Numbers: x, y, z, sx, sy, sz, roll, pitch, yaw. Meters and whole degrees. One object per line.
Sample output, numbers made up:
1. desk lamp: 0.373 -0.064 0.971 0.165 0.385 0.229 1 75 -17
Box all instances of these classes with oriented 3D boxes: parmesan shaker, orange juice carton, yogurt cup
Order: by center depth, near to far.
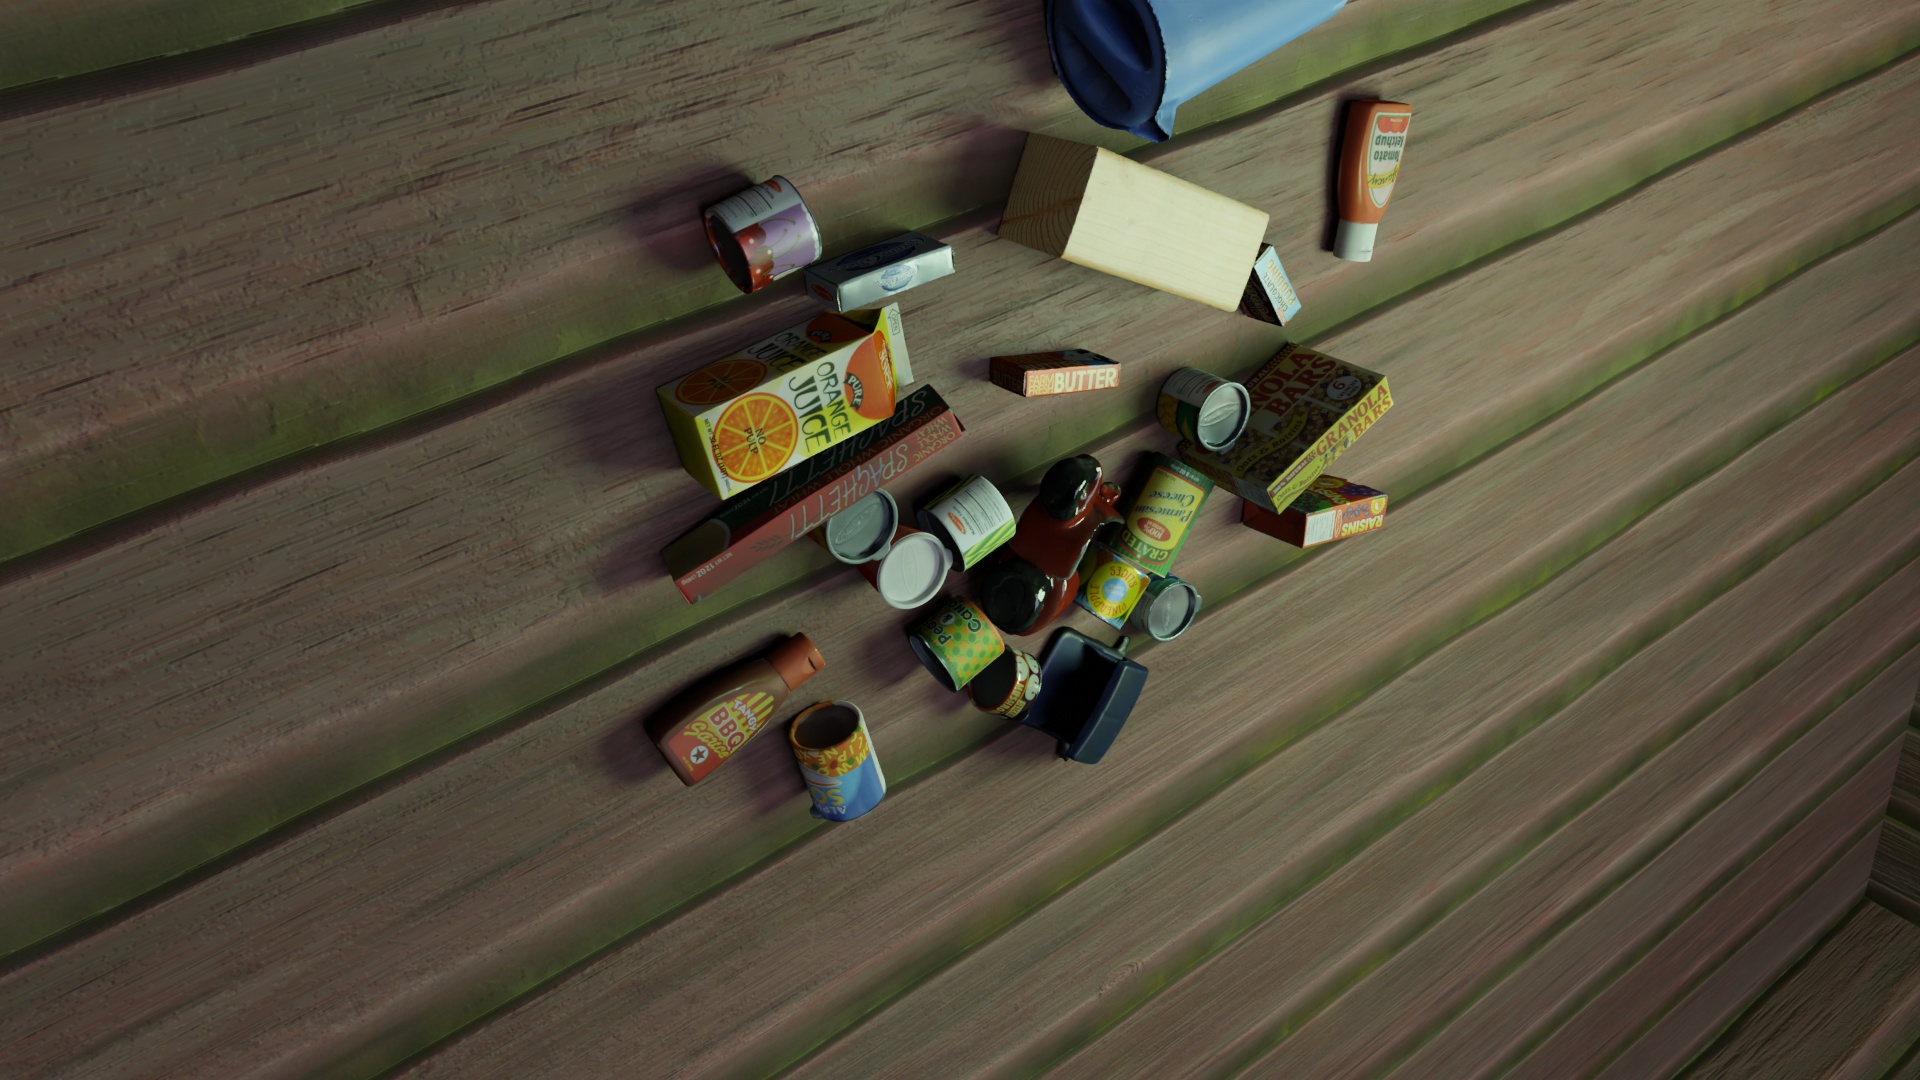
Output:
1. orange juice carton: -0.120 -0.111 1.041 0.193 0.073 0.071 -29 125 -23
2. yogurt cup: -0.053 0.017 1.164 0.072 0.054 0.072 -16 120 -30
3. parmesan shaker: 0.186 -0.026 1.316 0.071 0.071 0.103 25 95 -41

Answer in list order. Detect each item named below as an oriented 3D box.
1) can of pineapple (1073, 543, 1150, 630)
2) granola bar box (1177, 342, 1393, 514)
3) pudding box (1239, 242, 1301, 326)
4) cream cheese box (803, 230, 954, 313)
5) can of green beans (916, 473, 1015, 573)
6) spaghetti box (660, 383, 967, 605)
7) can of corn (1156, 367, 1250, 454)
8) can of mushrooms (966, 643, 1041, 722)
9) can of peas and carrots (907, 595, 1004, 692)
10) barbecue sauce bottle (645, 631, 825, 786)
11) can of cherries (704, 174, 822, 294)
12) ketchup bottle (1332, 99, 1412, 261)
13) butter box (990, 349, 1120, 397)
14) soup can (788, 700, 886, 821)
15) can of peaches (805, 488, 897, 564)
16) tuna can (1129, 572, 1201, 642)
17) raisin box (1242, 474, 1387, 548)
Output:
1. can of pineapple: 0.137 0.044 1.308 0.071 0.071 0.058 33 89 -41
2. granola bar box: 0.309 -0.109 1.327 0.166 0.124 0.039 -42 130 -13
3. pudding box: 0.277 -0.241 1.290 0.030 0.050 0.083 -48 131 -10
4. cream cheese box: -0.061 -0.205 1.054 0.104 0.053 0.024 -25 126 -25
5. can of green beans: 0.005 -0.015 1.184 0.058 0.071 0.071 -35 128 -19
6. spaghetti box: -0.113 -0.037 1.064 0.250 0.050 0.028 -33 128 -5
7. can of corn: 0.228 -0.122 1.304 0.071 0.058 0.070 -16 120 -30
8. can of mushrooms: 0.040 0.132 1.277 0.033 0.071 0.071 28 93 -40
9. can of peas and carrots: -0.004 0.089 1.226 0.059 0.071 0.070 -39 129 -17
10. barbecue sauce bottle: -0.180 0.132 1.132 0.149 0.044 0.064 -37 128 -17
11. can of cherries: -0.139 -0.214 0.983 0.058 0.071 0.071 -32 127 -20
12. ketchup bottle: 0.388 -0.344 1.329 0.065 0.043 0.148 -10 117 -33
13. butter box: 0.081 -0.144 1.189 0.104 0.053 0.024 -10 115 -33
14. soup can: -0.108 0.191 1.198 0.071 0.071 0.083 -30 125 -22
15. can of peaches: -0.092 -0.020 1.115 0.071 0.058 0.071 -16 120 -31
16. tuna can: 0.205 0.065 1.392 0.071 0.033 0.070 -16 120 -30
17. raisin box: 0.365 -0.033 1.430 0.124 0.086 0.040 -12 113 -32
